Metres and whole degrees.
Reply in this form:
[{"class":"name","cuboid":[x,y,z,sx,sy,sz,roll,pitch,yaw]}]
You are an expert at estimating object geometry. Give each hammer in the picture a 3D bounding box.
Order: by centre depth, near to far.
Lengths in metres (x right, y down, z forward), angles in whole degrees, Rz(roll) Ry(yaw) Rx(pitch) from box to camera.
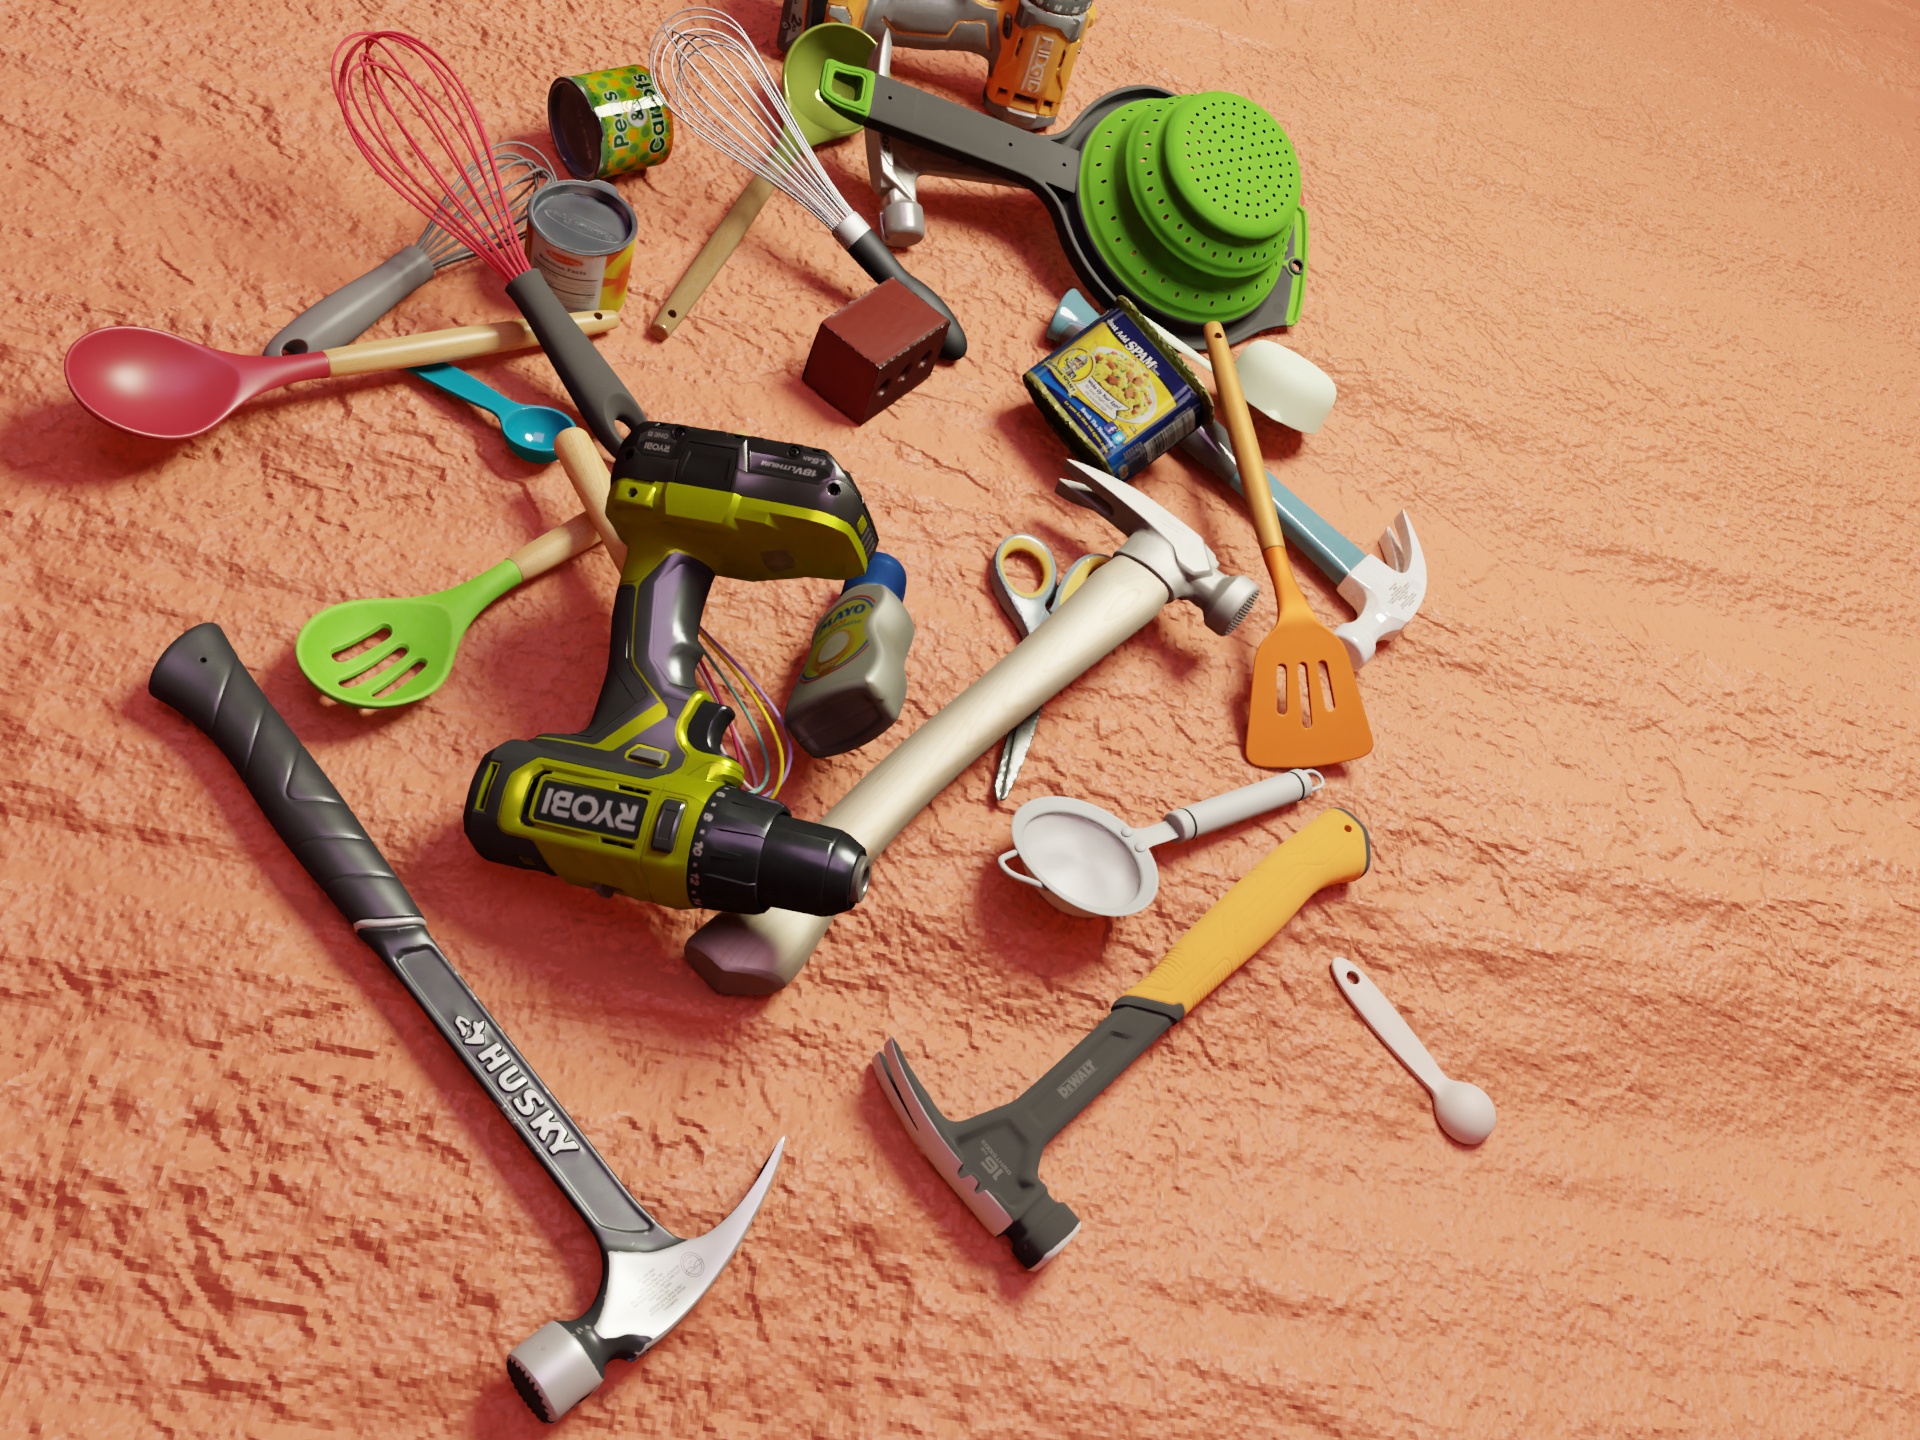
[{"class":"hammer","cuboid":[-0.246,0.106,0.731,0.149,0.036,0.409,-32,72,-35]},{"class":"hammer","cuboid":[0.108,0.135,0.845,0.337,0.034,0.127,-33,75,-34]},{"class":"hammer","cuboid":[-0.001,-0.003,0.880,0.146,0.038,0.411,39,57,14]},{"class":"hammer","cuboid":[0.181,-0.178,1.083,0.331,0.033,0.128,45,55,12]},{"class":"hammer","cuboid":[0.100,-0.412,1.187,0.359,0.037,0.149,-2,83,-25]}]

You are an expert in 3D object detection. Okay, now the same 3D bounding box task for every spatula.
[{"class":"spatula","cuboid":[0.193,-0.123,1.022,0.081,0.041,0.323,-5,63,-6]}]

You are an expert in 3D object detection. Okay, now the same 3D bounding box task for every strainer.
[{"class":"strainer","cuboid":[0.117,0.064,0.893,0.258,0.050,0.087,-15,53,-34]}]

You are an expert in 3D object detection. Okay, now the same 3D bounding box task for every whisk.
[{"class":"whisk","cuboid":[-0.163,-0.056,0.855,0.051,0.047,0.245,-17,69,-40]},{"class":"whisk","cuboid":[-0.266,-0.273,0.926,0.073,0.073,0.296,-37,96,-35]},{"class":"whisk","cuboid":[-0.327,-0.277,0.953,0.055,0.055,0.239,35,57,4]},{"class":"whisk","cuboid":[-0.093,-0.347,1.046,0.284,0.070,0.070,46,52,-10]}]

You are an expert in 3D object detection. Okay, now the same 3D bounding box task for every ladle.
[{"class":"ladle","cuboid":[-0.334,-0.207,0.898,0.315,0.031,0.069,-20,81,-36]},{"class":"ladle","cuboid":[-0.132,-0.369,1.082,0.078,0.062,0.320,34,54,-15]}]

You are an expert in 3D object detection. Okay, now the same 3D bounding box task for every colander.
[{"class":"colander","cuboid":[0.100,-0.395,1.107,0.397,0.094,0.205,13,74,-21]}]

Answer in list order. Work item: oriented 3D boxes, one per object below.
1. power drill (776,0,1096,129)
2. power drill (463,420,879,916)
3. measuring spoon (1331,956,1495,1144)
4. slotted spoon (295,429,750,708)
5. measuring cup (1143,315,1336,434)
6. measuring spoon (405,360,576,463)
[{"class":"power drill","cuboid":[-0.009,-0.547,1.169,0.226,0.185,0.084,12,56,-9]},{"class":"power drill","cuboid":[-0.117,-0.019,0.775,0.190,0.080,0.229,11,74,11]},{"class":"measuring spoon","cuboid":[0.250,0.178,0.878,0.034,0.018,0.124,-28,70,-33]},{"class":"slotted spoon","cuboid":[-0.226,-0.092,0.878,0.070,0.031,0.314,43,52,9]},{"class":"measuring cup","cuboid":[0.189,-0.260,1.113,0.167,0.038,0.083,31,25,-4]},{"class":"measuring spoon","cuboid":[-0.281,-0.182,0.928,0.129,0.021,0.042,29,44,12]}]
